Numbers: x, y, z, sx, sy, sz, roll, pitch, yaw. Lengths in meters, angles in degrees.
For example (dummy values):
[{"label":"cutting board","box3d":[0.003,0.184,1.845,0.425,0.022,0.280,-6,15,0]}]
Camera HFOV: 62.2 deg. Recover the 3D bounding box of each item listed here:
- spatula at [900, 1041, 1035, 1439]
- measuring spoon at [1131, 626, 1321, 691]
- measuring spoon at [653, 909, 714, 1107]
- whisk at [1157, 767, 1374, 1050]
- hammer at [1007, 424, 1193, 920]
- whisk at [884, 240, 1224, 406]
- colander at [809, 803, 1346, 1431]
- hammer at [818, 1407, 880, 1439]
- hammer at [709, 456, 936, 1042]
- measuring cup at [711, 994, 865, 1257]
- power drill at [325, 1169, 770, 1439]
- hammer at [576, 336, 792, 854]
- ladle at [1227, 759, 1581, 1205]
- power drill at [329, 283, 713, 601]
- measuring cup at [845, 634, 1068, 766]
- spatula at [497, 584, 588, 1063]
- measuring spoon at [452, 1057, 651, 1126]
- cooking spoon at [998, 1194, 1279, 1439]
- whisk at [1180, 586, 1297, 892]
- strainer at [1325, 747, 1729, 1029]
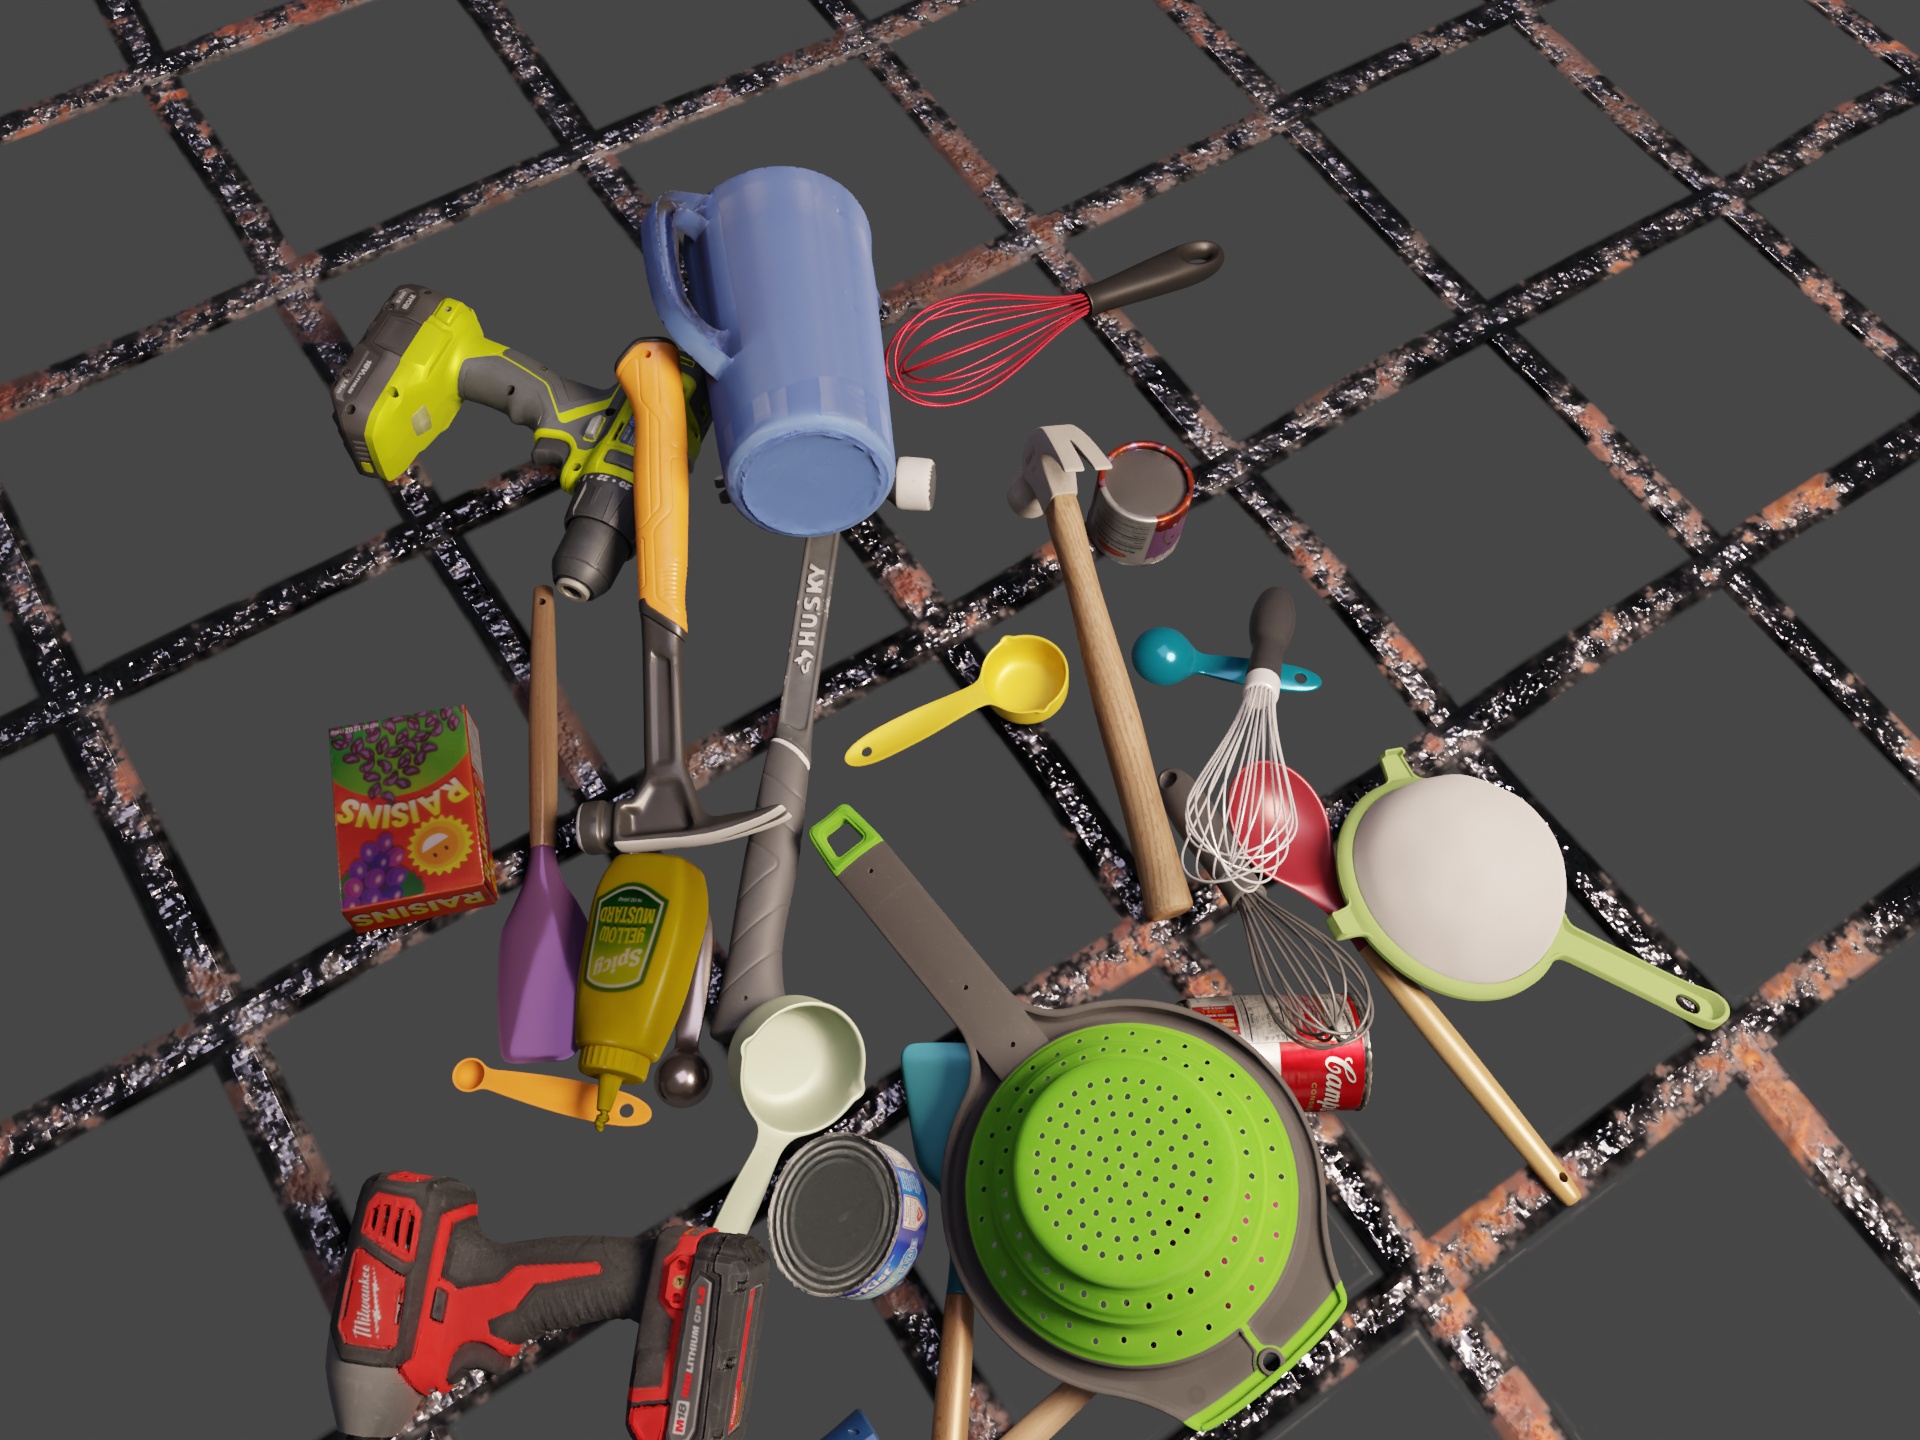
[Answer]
[{"label":"spatula","box3d":[-0.004,0.331,0.846,0.082,0.044,0.318,4,58,1]},{"label":"measuring spoon","box3d":[0.178,-0.039,1.056,0.128,0.021,0.042,9,64,1]},{"label":"measuring spoon","box3d":[-0.160,0.166,0.941,0.034,0.018,0.124,2,63,-2]},{"label":"whisk","box3d":[0.171,0.102,0.934,0.055,0.055,0.239,-16,40,-11]},{"label":"hammer","box3d":[0.092,-0.037,1.013,0.031,0.130,0.331,-10,73,-14]},{"label":"whisk","box3d":[0.074,-0.299,1.161,0.296,0.073,0.073,-25,68,-21]},{"label":"colander","box3d":[0.035,0.180,0.848,0.204,0.094,0.397,-38,66,-9]},{"label":"hammer","box3d":[-0.215,0.470,0.781,0.405,0.035,0.144,-29,69,-16]},{"label":"hammer","box3d":[-0.111,0.002,1.012,0.149,0.036,0.409,4,65,5]},{"label":"measuring cup","box3d":[-0.114,0.234,0.900,0.083,0.038,0.167,28,83,-27]},{"label":"power drill","box3d":[-0.219,0.321,0.828,0.219,0.078,0.143,7,76,5]},{"label":"hammer","box3d":[-0.179,-0.086,0.995,0.127,0.034,0.337,-7,74,5]},{"label":"ladle","box3d":[0.266,0.156,0.965,0.069,0.031,0.316,-28,71,-23]},{"label":"power drill","box3d":[-0.297,-0.189,1.075,0.228,0.080,0.191,19,64,3]},{"label":"measuring cup","box3d":[-0.002,-0.003,1.034,0.156,0.029,0.062,-26,64,-2]},{"label":"spatula","box3d":[-0.257,0.056,0.989,0.059,0.018,0.316,-4,66,-8]},{"label":"measuring spoon","box3d":[-0.235,0.216,0.919,0.117,0.011,0.021,13,65,-1]},{"label":"cooking spoon","box3d":[0.058,0.365,0.856,0.319,0.017,0.069,-36,68,-19]},{"label":"whisk","box3d":[0.183,0.000,0.979,0.070,0.070,0.285,16,41,5]},{"label":"strainer","box3d":[0.356,0.111,0.957,0.256,0.069,0.152,27,55,4]}]
